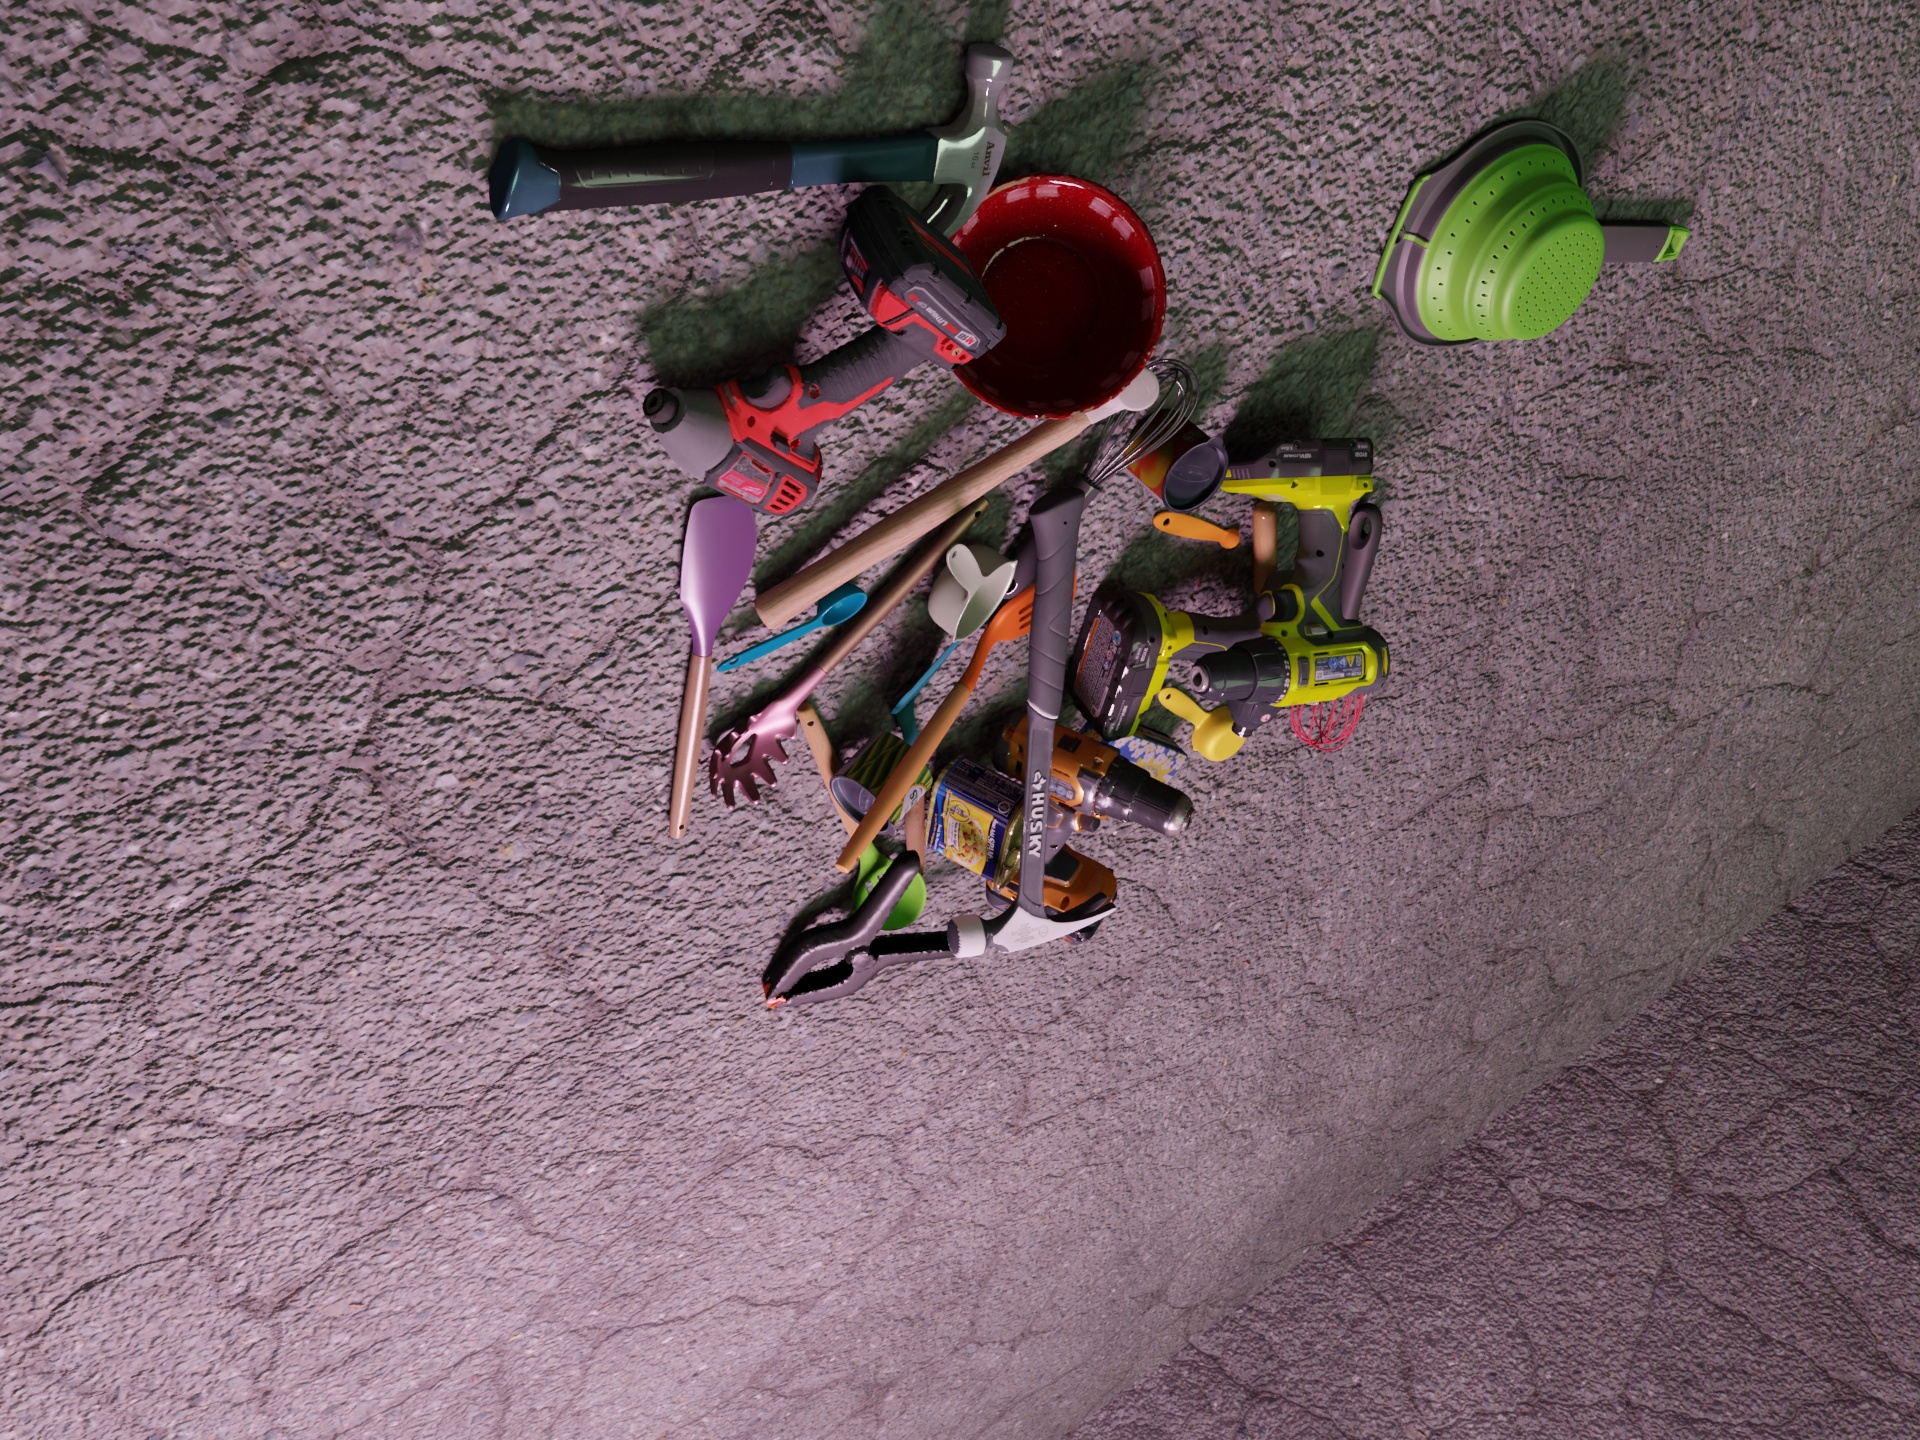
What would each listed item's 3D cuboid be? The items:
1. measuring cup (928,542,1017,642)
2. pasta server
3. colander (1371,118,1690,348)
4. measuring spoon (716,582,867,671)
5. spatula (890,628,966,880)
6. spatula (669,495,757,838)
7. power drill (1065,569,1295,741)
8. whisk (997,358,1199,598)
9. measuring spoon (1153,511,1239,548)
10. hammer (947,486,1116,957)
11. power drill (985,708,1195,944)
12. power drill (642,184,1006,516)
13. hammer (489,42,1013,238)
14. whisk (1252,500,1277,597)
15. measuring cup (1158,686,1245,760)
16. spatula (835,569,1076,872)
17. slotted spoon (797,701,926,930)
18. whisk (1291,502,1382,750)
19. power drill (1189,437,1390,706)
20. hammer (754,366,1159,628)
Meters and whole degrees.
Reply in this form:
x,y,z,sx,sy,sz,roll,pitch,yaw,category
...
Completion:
x,y,z,sx,sy,sz,roll,pitch,yaw,category
-0.002,-0.114,1.220,0.083,0.038,0.167,-52,164,-3,measuring cup
-0.087,-0.057,1.249,0.316,0.040,0.060,-46,138,5,pasta server
0.538,-0.402,1.383,0.397,0.095,0.204,-11,134,-32,colander
-0.131,-0.073,1.207,0.128,0.021,0.042,-28,164,-16,measuring spoon
-0.033,0.047,1.391,0.082,0.044,0.317,-50,154,-36,spatula
-0.195,-0.032,1.198,0.059,0.018,0.315,-14,134,-35,spatula
0.217,-0.050,1.451,0.223,0.080,0.171,-4,128,-27,power drill
0.105,-0.188,1.274,0.055,0.055,0.239,17,120,-47,whisk
0.211,-0.168,1.409,0.116,0.011,0.021,7,123,-43,measuring spoon
0.072,0.009,1.318,0.149,0.036,0.408,-5,114,-19,hammer
0.114,0.107,1.466,0.084,0.185,0.226,-51,157,-40,power drill
-0.093,-0.227,1.017,0.219,0.079,0.143,-37,149,20,power drill
-0.117,-0.334,0.954,0.331,0.033,0.128,-15,135,-29,hammer
0.295,-0.109,1.515,0.051,0.047,0.244,-27,137,-14,whisk
0.240,0.001,1.585,0.062,0.029,0.156,-48,143,10,measuring cup
-0.002,-0.004,1.302,0.323,0.041,0.081,-56,162,-21,spatula
-0.092,0.087,1.396,0.070,0.031,0.313,-23,138,-4,slotted spoon
0.383,-0.087,1.598,0.073,0.073,0.295,-18,132,-26,whisk
0.279,-0.124,1.363,0.190,0.080,0.228,-6,99,-27,power drill
-0.007,-0.165,1.172,0.331,0.130,0.031,-32,102,4,hammer
